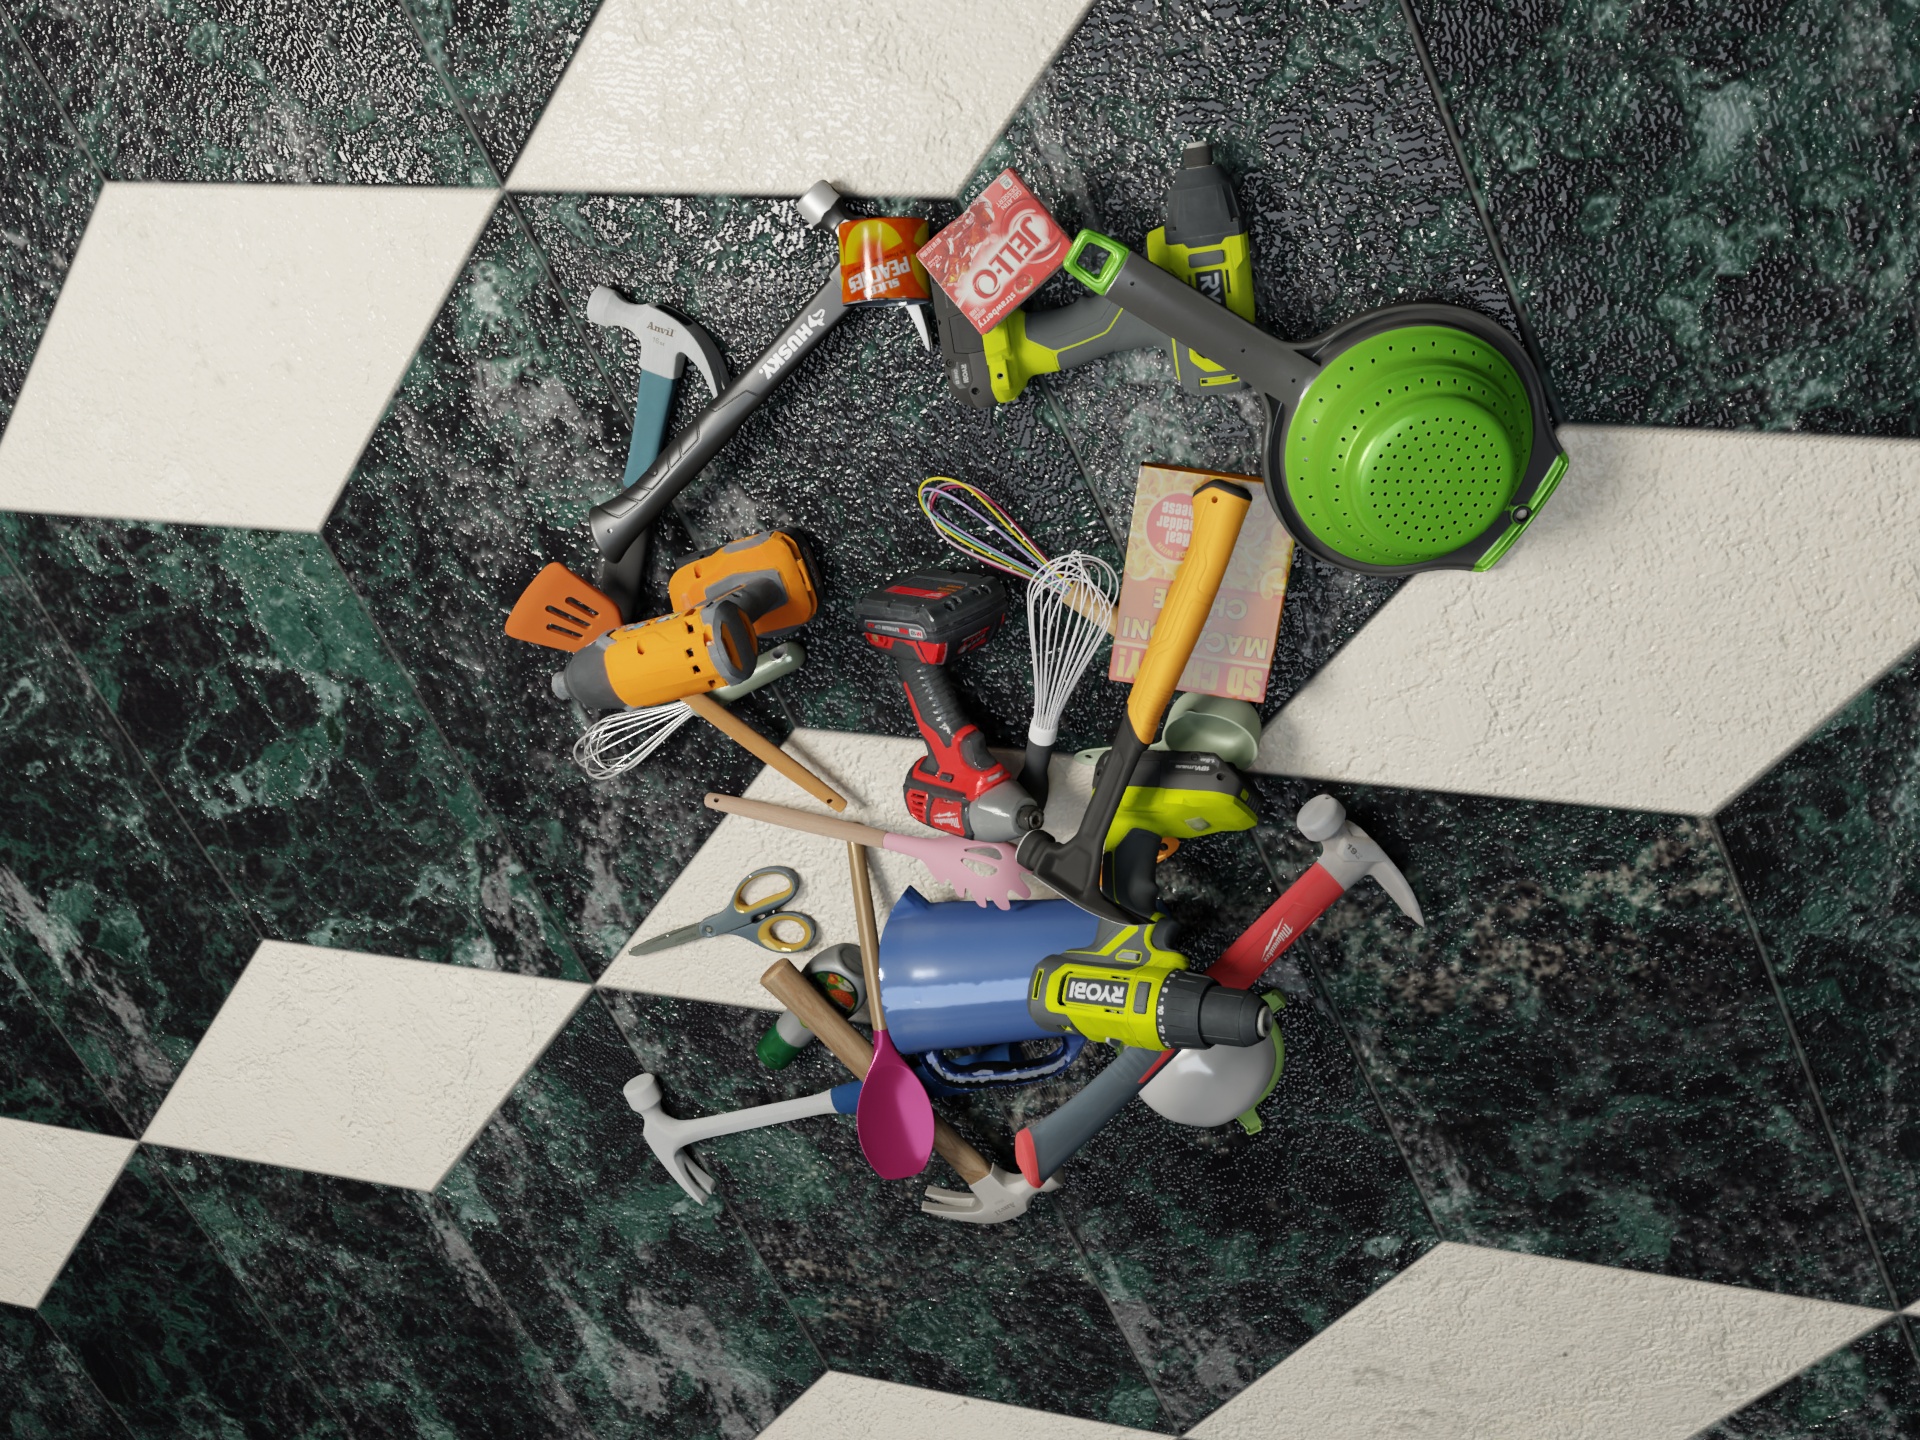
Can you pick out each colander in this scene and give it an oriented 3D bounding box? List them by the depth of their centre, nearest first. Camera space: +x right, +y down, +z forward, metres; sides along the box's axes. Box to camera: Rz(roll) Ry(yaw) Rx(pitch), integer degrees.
[{"bbox_3d":[0.247,-0.217,1.087,0.397,0.095,0.204,27,113,-13],"label":"colander"}]

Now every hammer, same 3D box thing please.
[{"bbox_3d":[0.146,-0.015,1.185,0.127,0.034,0.337,31,106,39],"label":"hammer"},{"bbox_3d":[-0.168,-0.245,1.238,0.334,0.035,0.146,-43,98,14],"label":"hammer"},{"bbox_3d":[0.200,0.240,1.279,0.386,0.038,0.143,-44,111,0],"label":"hammer"},{"bbox_3d":[-0.272,-0.183,1.329,0.128,0.033,0.330,20,117,7],"label":"hammer"},{"bbox_3d":[-0.060,0.341,1.456,0.130,0.031,0.331,-38,102,26],"label":"hammer"},{"bbox_3d":[-0.126,0.372,1.528,0.405,0.035,0.144,-16,107,21],"label":"hammer"}]

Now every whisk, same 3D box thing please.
[{"bbox_3d":[0.070,-0.117,1.260,0.245,0.051,0.047,34,111,-4],"label":"whisk"},{"bbox_3d":[0.071,-0.017,1.274,0.070,0.070,0.284,16,131,8],"label":"whisk"},{"bbox_3d":[-0.238,-0.010,1.391,0.246,0.058,0.059,-25,139,20],"label":"whisk"}]

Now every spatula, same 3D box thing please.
[{"bbox_3d":[-0.228,-0.016,1.342,0.322,0.041,0.081,37,111,-11],"label":"spatula"}]

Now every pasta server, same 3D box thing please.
[{"bbox_3d":[-0.085,0.102,1.378,0.316,0.060,0.040,11,157,24],"label":"pasta server"}]

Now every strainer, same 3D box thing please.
[{"bbox_3d":[0.154,0.293,1.398,0.256,0.069,0.151,9,115,9],"label":"strainer"}]

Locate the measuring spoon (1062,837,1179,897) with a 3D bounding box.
[{"bbox_3d":[0.136,0.125,1.366,0.117,0.011,0.021,-27,103,20],"label":"measuring spoon"}]

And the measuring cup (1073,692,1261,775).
[{"bbox_3d":[0.167,0.011,1.294,0.167,0.038,0.083,-9,135,37],"label":"measuring cup"}]

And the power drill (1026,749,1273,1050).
[{"bbox_3d":[0.162,0.143,1.234,0.190,0.229,0.080,1,158,34],"label":"power drill"}]

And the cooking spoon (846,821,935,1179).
[{"bbox_3d":[-0.073,0.248,1.412,0.068,0.017,0.319,-8,91,-9],"label":"cooking spoon"}]

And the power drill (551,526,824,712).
[{"bbox_3d":[-0.212,-0.074,1.249,0.164,0.226,0.084,-13,109,20],"label":"power drill"}]

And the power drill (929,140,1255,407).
[{"bbox_3d":[0.097,-0.315,1.150,0.223,0.080,0.171,-5,111,13],"label":"power drill"}]

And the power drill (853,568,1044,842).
[{"bbox_3d":[-0.002,-0.004,1.282,0.143,0.078,0.219,14,123,49],"label":"power drill"}]
